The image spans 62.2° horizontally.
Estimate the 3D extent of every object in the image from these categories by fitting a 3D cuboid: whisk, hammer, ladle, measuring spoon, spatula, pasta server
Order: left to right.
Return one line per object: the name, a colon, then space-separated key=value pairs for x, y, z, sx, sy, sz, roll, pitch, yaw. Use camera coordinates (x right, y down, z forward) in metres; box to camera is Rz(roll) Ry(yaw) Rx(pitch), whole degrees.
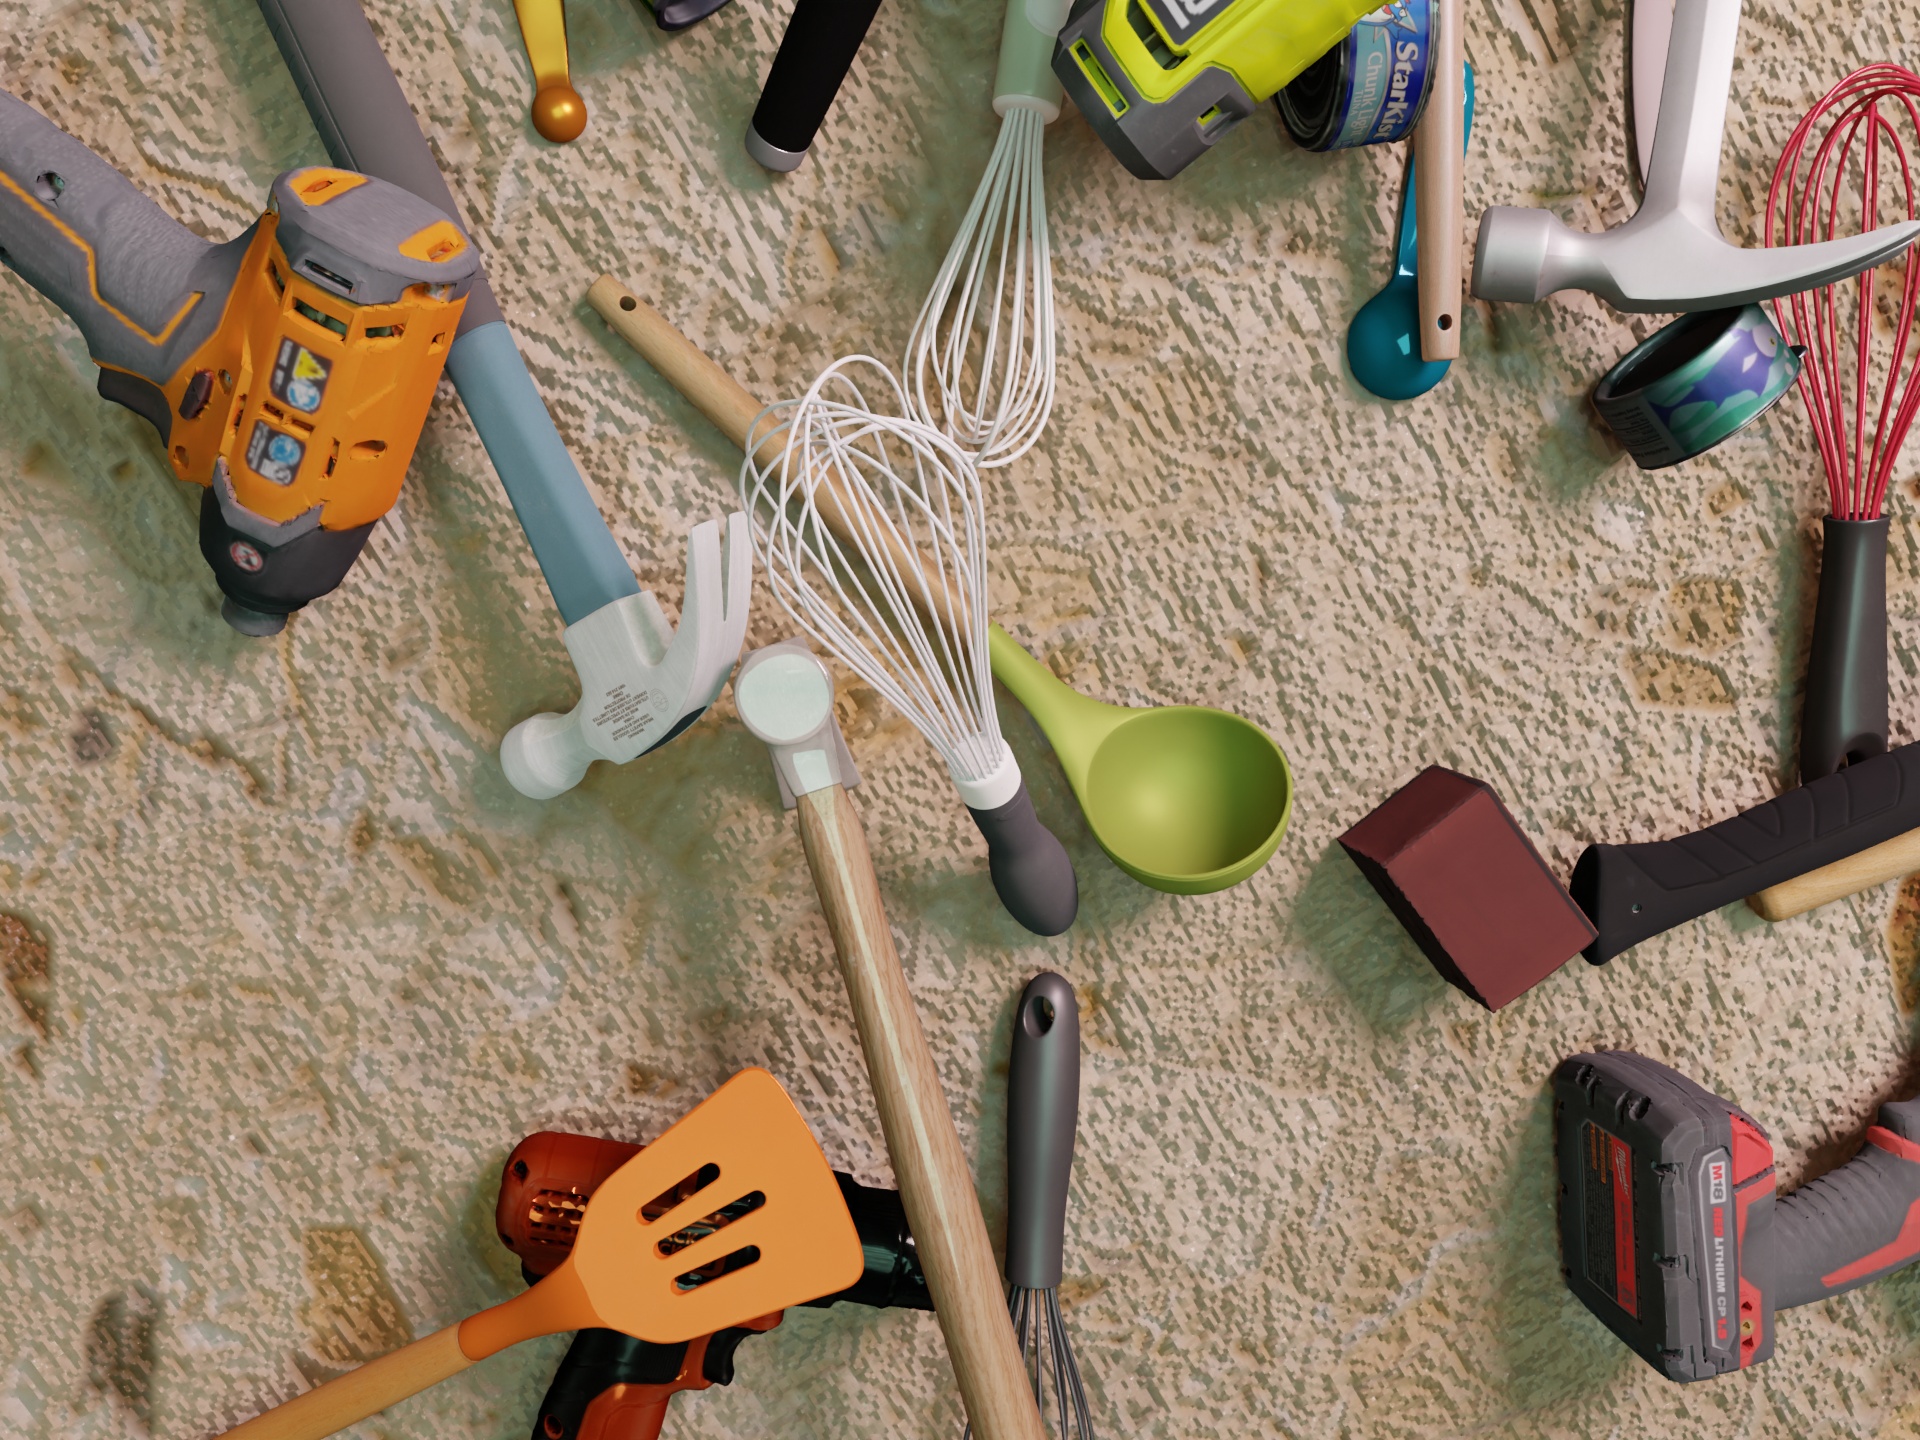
spatula: x=-0.186 y=0.225 z=0.565 sx=0.322 sy=0.041 sz=0.081 roll=-29 pitch=86 yaw=17
hammer: x=-0.173 y=-0.140 z=0.538 sx=0.128 sy=0.033 sz=0.331 roll=-23 pitch=95 yaw=31
measuring spoon: x=-0.149 y=-0.262 z=0.553 sx=0.021 sy=0.011 sz=0.117 roll=-10 pitch=98 yaw=-6
hammer: x=-0.017 y=0.132 z=0.551 sx=0.031 sy=0.130 sz=0.331 roll=-16 pitch=94 yaw=-4
ladle: x=-0.008 y=-0.053 z=0.578 sx=0.320 sy=0.062 sz=0.078 roll=42 pitch=65 yaw=-7
whisk: x=-0.001 y=-0.001 z=0.512 sx=0.070 sy=0.070 sz=0.284 roll=-28 pitch=141 yaw=-3
whisk: x=0.022 y=-0.210 z=0.566 sx=0.057 sy=0.059 sz=0.246 roll=8 pitch=91 yaw=-20
whisk: x=0.031 y=0.217 z=0.622 sx=0.055 sy=0.055 sz=0.239 roll=2 pitch=93 yaw=-8
measuring spoon: x=0.178 y=-0.186 z=0.600 sx=0.042 sy=0.021 sz=0.128 roll=9 pitch=97 yaw=-9
pasta server: x=0.167 y=-0.287 z=0.553 sx=0.060 sy=0.040 sz=0.316 roll=-2 pitch=99 yaw=5
measuring spoon: x=0.267 y=-0.258 z=0.604 sx=0.034 sy=0.018 sz=0.124 roll=-8 pitch=98 yaw=-6
hammer: x=0.285 y=-0.345 z=0.564 sx=0.144 sy=0.035 sz=0.405 roll=9 pitch=90 yaw=16
whisk: x=0.350 y=-0.099 z=0.619 sx=0.073 sy=0.073 sz=0.295 roll=-6 pitch=104 yaw=-7
hammer: x=0.395 y=0.019 z=0.613 sx=0.335 sy=0.035 sz=0.146 roll=-23 pitch=99 yaw=3
whisk: x=0.441 y=0.033 z=0.656 sx=0.245 sy=0.047 sz=0.051 roll=-21 pitch=101 yaw=0

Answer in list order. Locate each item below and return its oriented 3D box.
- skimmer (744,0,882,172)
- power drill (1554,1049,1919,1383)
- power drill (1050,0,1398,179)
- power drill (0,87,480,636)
skimmer: x=-0.017 y=-0.299 z=0.422 sx=0.090 sy=0.363 sz=0.127 roll=-5 pitch=60 yaw=-32
power drill: x=0.365 y=0.161 z=0.644 sx=0.226 sy=0.080 sz=0.188 roll=-7 pitch=98 yaw=-9
power drill: x=0.065 y=-0.309 z=0.494 sx=0.171 sy=0.080 sz=0.223 roll=-35 pitch=83 yaw=22
power drill: x=-0.282 y=-0.129 z=0.504 sx=0.226 sy=0.084 sz=0.164 roll=27 pitch=120 yaw=-8
